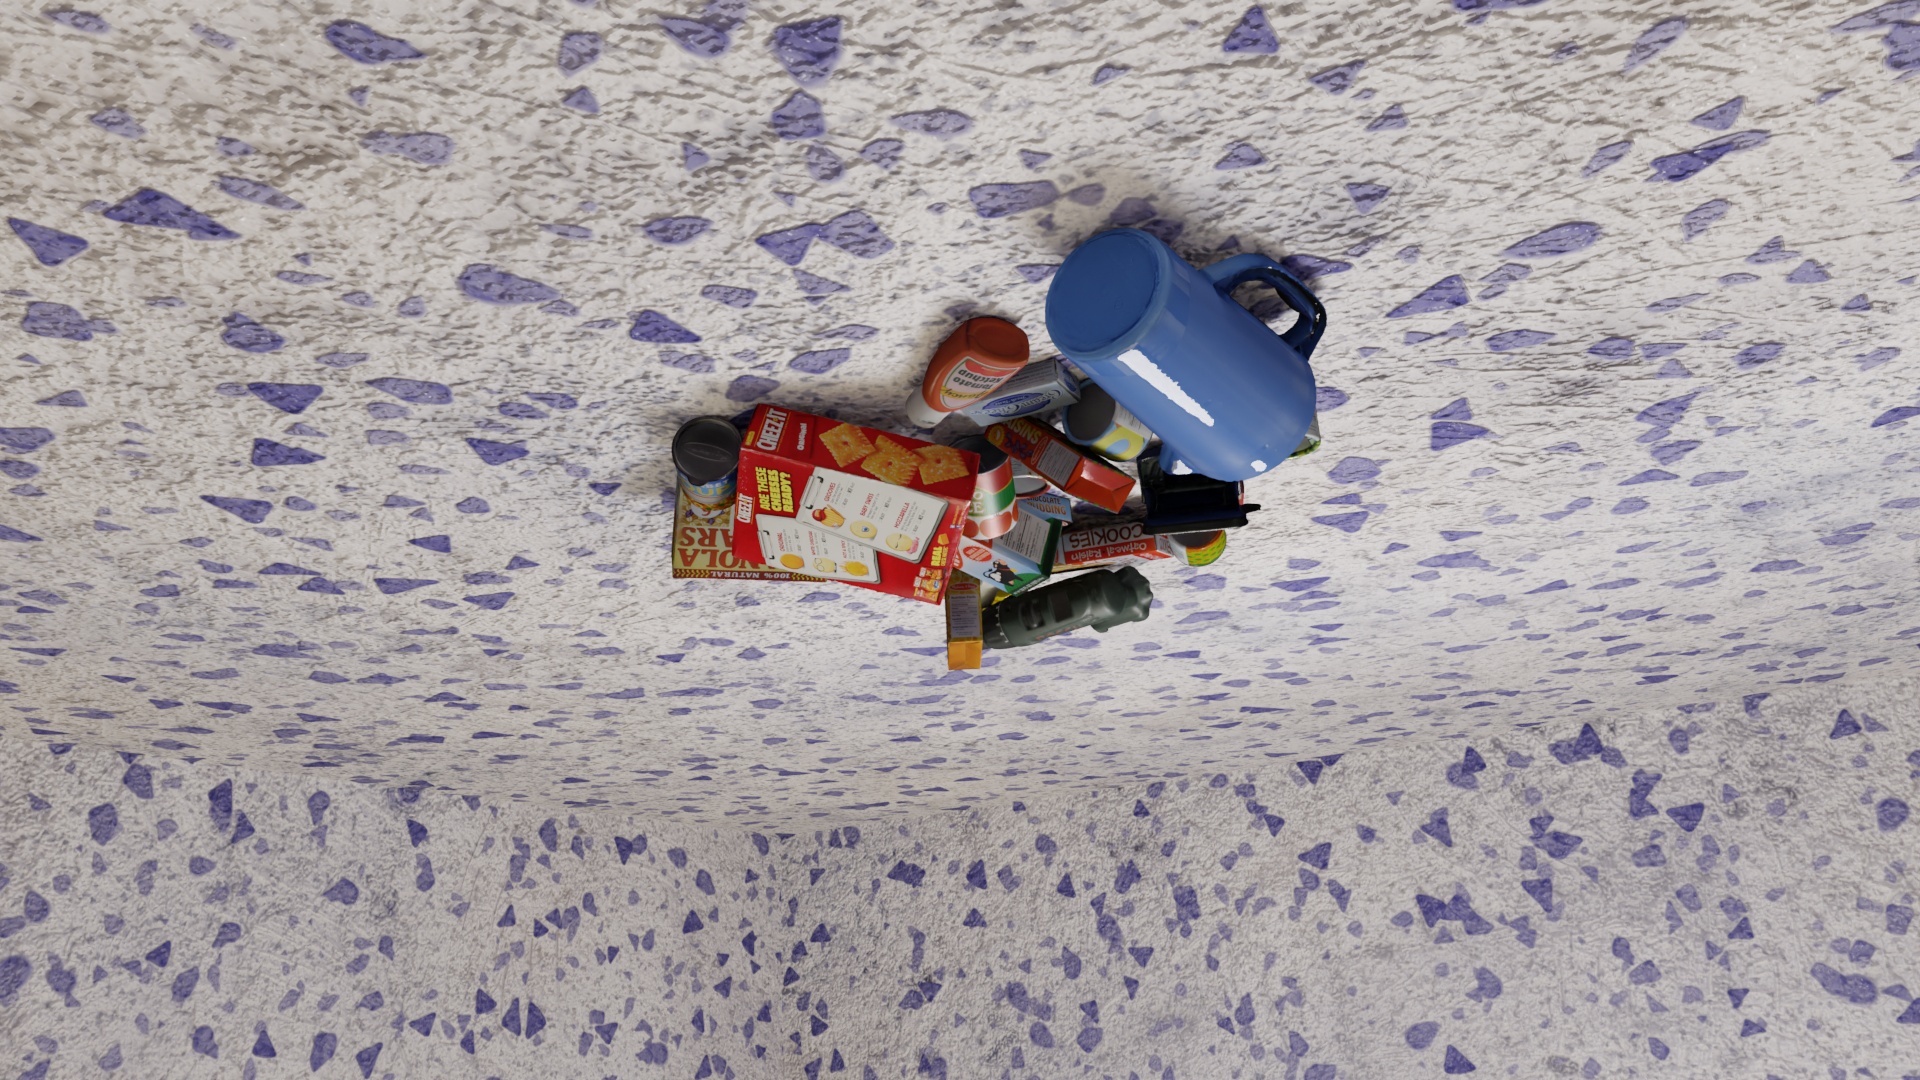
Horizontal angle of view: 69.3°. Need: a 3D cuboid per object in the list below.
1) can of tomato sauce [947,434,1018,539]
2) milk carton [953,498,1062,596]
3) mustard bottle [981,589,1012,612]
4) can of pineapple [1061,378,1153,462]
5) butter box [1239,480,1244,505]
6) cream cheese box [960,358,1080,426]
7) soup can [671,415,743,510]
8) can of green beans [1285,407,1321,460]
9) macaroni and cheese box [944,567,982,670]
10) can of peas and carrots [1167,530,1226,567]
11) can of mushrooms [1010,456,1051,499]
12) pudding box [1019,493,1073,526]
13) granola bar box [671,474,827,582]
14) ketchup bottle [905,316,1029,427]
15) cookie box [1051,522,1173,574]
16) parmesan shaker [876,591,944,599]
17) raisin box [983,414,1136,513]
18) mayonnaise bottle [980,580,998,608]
[{"bbox_3d":[0.019,-0.051,1.367,0.071,0.071,0.082,-5,129,6],"label":"can of tomato sauce"},{"bbox_3d":[0.005,-0.018,1.462,0.190,0.074,0.072,26,151,-20],"label":"milk carton"},{"bbox_3d":[0.055,0.071,1.801,0.065,0.049,0.159,-7,161,3],"label":"mustard bottle"},{"bbox_3d":[0.133,-0.109,1.272,0.071,0.071,0.058,-19,154,37],"label":"can of pineapple"},{"bbox_3d":[0.259,-0.049,1.528,0.103,0.024,0.053,-6,161,8],"label":"butter box"},{"bbox_3d":[0.051,-0.133,1.257,0.103,0.024,0.053,-12,159,24],"label":"cream cheese box"},{"bbox_3d":[-0.239,-0.070,1.323,0.071,0.071,0.083,-1,161,-6],"label":"soup can"},{"bbox_3d":[0.301,-0.113,1.300,0.071,0.058,0.071,-3,161,-1],"label":"can of green beans"},{"bbox_3d":[0.001,0.050,1.555,0.040,0.167,0.123,-2,160,-2],"label":"macaroni and cheese box"},{"bbox_3d":[0.270,-0.011,1.578,0.071,0.071,0.058,-7,160,11],"label":"can of peas and carrots"},{"bbox_3d":[0.062,-0.068,1.430,0.071,0.033,0.070,-3,160,-1],"label":"can of mushrooms"},{"bbox_3d":[0.078,-0.032,1.539,0.084,0.030,0.049,13,154,-38],"label":"pudding box"},{"bbox_3d":[-0.213,-0.015,1.443,0.166,0.039,0.123,2,128,-15],"label":"granola bar box"},{"bbox_3d":[-0.001,-0.142,1.196,0.065,0.043,0.148,9,158,-25],"label":"ketchup bottle"},{"bbox_3d":[0.156,0.009,1.620,0.167,0.040,0.123,-9,174,17],"label":"cookie box"},{"bbox_3d":[-0.047,0.034,1.655,0.103,0.071,0.071,8,158,-26],"label":"parmesan shaker"},{"bbox_3d":[0.092,-0.077,1.294,0.086,0.040,0.123,18,-166,-45],"label":"raisin box"},{"bbox_3d":[0.030,0.032,1.672,0.041,0.065,0.147,-11,159,-16],"label":"mayonnaise bottle"}]
